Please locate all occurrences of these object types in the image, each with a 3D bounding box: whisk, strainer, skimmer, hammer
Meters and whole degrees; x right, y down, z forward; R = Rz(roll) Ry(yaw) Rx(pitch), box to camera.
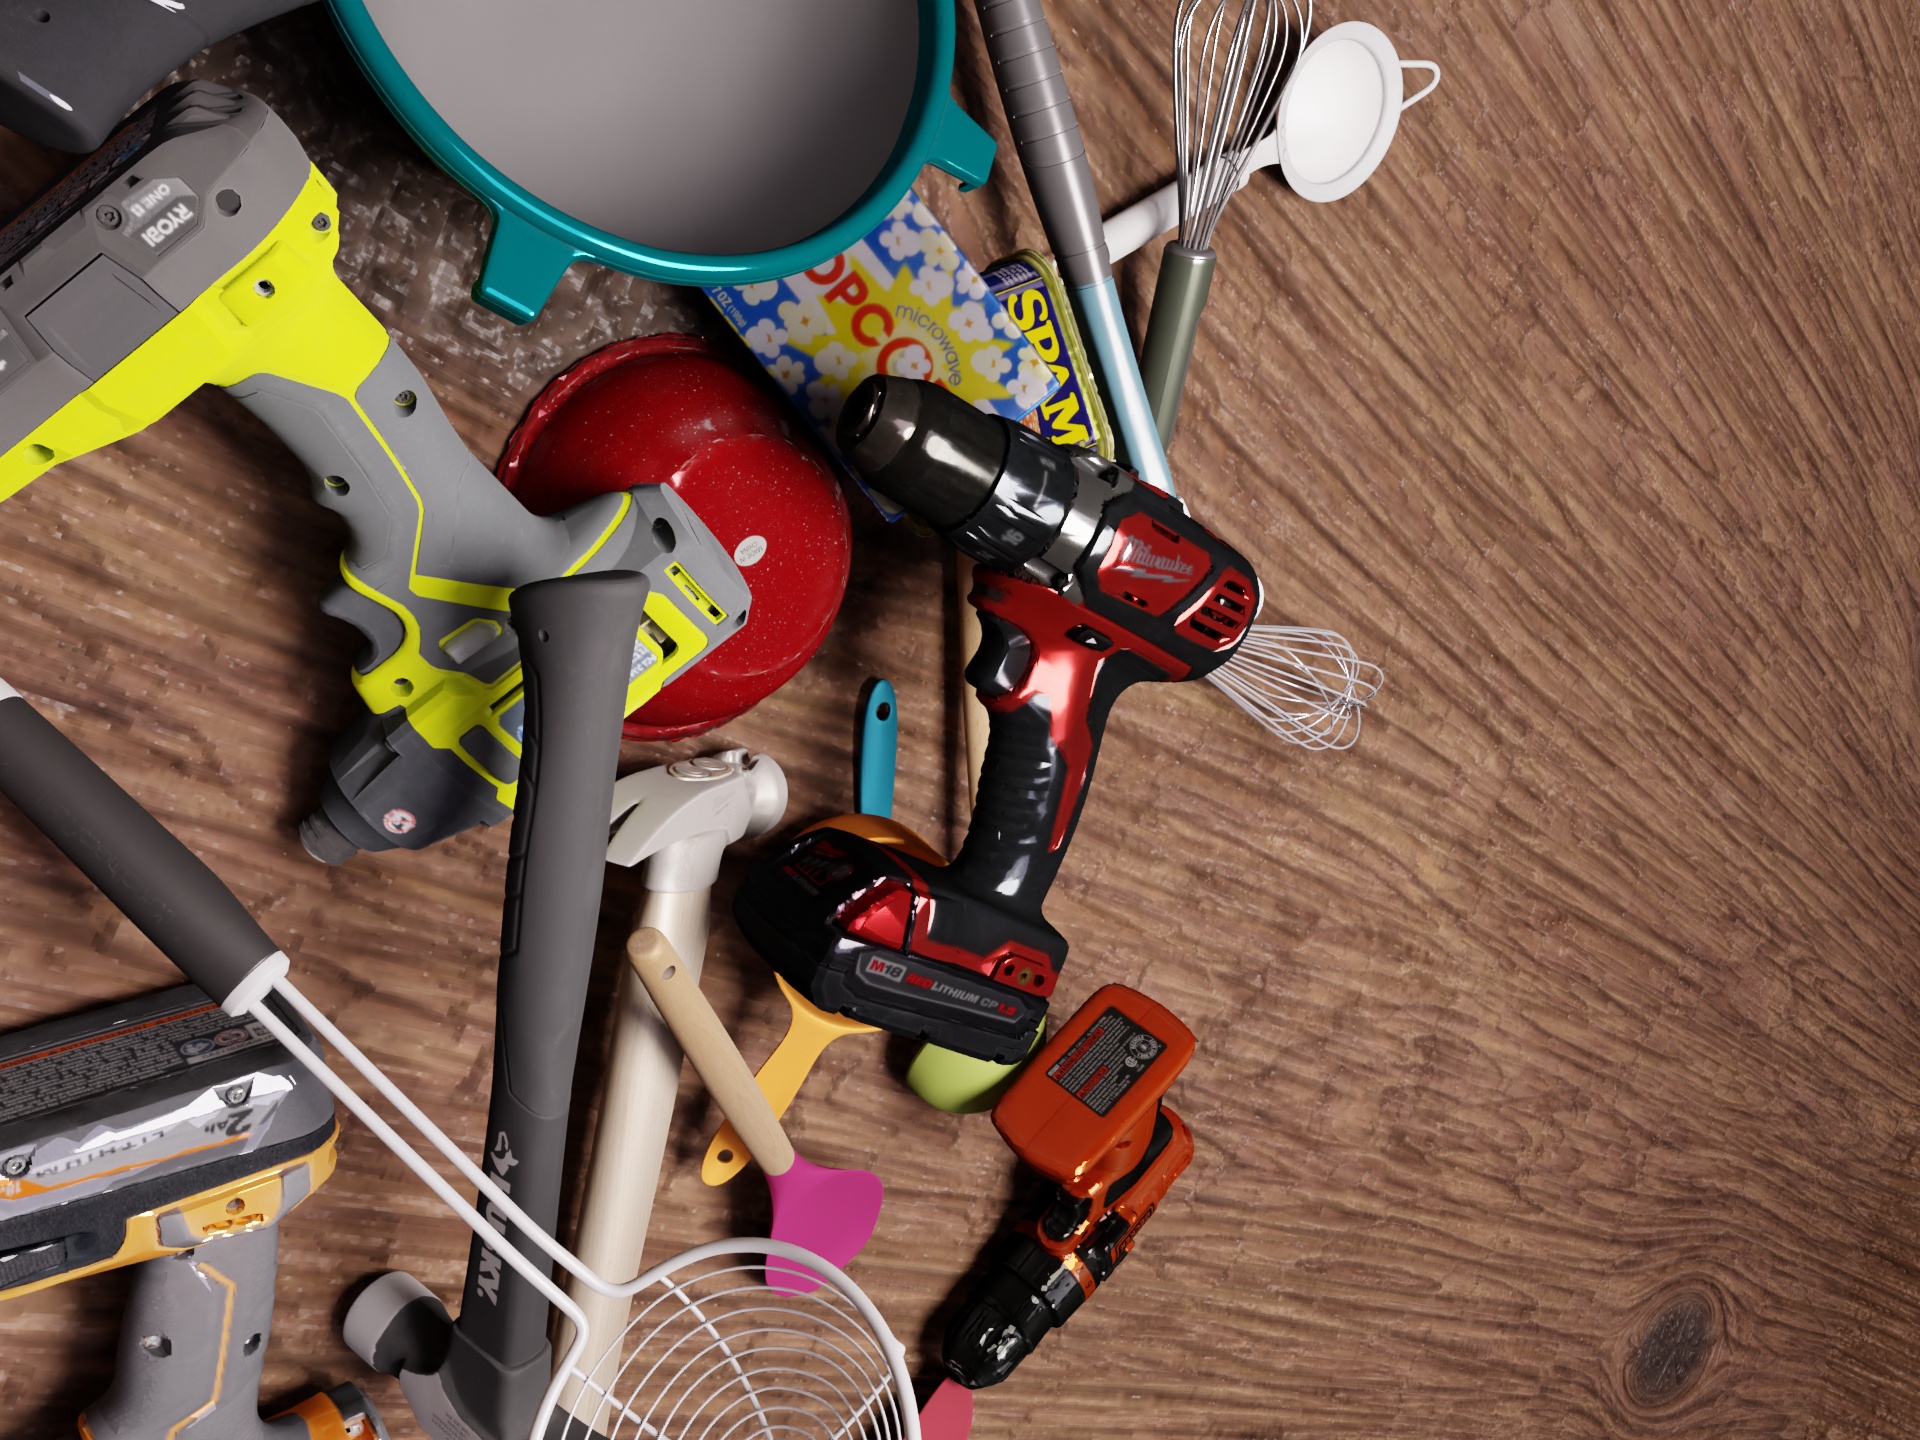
[{"bbox_3d":[0.109,-0.224,0.731,0.059,0.058,0.246,7,122,-5],"label":"whisk"},{"bbox_3d":[0.136,-0.275,0.783,0.258,0.050,0.086,-36,132,-24],"label":"strainer"},{"bbox_3d":[-0.162,0.118,0.441,0.363,0.090,0.127,45,84,0],"label":"skimmer"},{"bbox_3d":[-0.095,-0.268,0.451,0.409,0.036,0.149,-42,107,-28],"label":"hammer"},{"bbox_3d":[-0.134,0.110,0.516,0.035,0.146,0.334,-17,125,-53],"label":"hammer"},{"bbox_3d":[-0.137,-0.292,0.503,0.211,0.095,0.340,-28,100,-31],"label":"strainer"},{"bbox_3d":[0.051,-0.201,0.678,0.033,0.128,0.330,-23,110,-9],"label":"hammer"},{"bbox_3d":[-0.144,0.217,0.620,0.146,0.038,0.410,-24,127,-75],"label":"hammer"},{"bbox_3d":[0.123,-0.042,0.825,0.284,0.070,0.070,17,89,-39],"label":"whisk"}]

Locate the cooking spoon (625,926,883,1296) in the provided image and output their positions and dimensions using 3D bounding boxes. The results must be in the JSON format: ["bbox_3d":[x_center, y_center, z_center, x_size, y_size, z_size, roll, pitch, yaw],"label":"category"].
[{"bbox_3d":[-0.081,0.168,0.647,0.069,0.017,0.318,-40,147,-19],"label":"cooking spoon"}]

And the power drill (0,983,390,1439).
[{"bbox_3d":[-0.280,0.213,0.502,0.185,0.084,0.226,-14,115,-38],"label":"power drill"}]

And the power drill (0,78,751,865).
[{"bbox_3d":[-0.194,-0.058,0.485,0.171,0.080,0.223,-37,128,4],"label":"power drill"}]

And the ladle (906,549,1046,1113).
[{"bbox_3d":[0.002,0.031,0.747,0.078,0.062,0.320,-13,103,-50],"label":"ladle"}]

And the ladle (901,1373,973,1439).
[{"bbox_3d":[-0.098,0.401,0.728,0.315,0.031,0.069,-22,134,-42],"label":"ladle"}]

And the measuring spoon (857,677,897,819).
[{"bbox_3d":[-0.033,0.045,0.721,0.042,0.021,0.128,-10,110,-41],"label":"measuring spoon"}]

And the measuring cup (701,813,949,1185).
[{"bbox_3d":[-0.067,0.119,0.690,0.095,0.052,0.173,31,96,-23],"label":"measuring cup"}]

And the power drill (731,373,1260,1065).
[{"bbox_3d":[-0.001,-0.002,0.596,0.187,0.080,0.226,25,92,-34],"label":"power drill"}]
